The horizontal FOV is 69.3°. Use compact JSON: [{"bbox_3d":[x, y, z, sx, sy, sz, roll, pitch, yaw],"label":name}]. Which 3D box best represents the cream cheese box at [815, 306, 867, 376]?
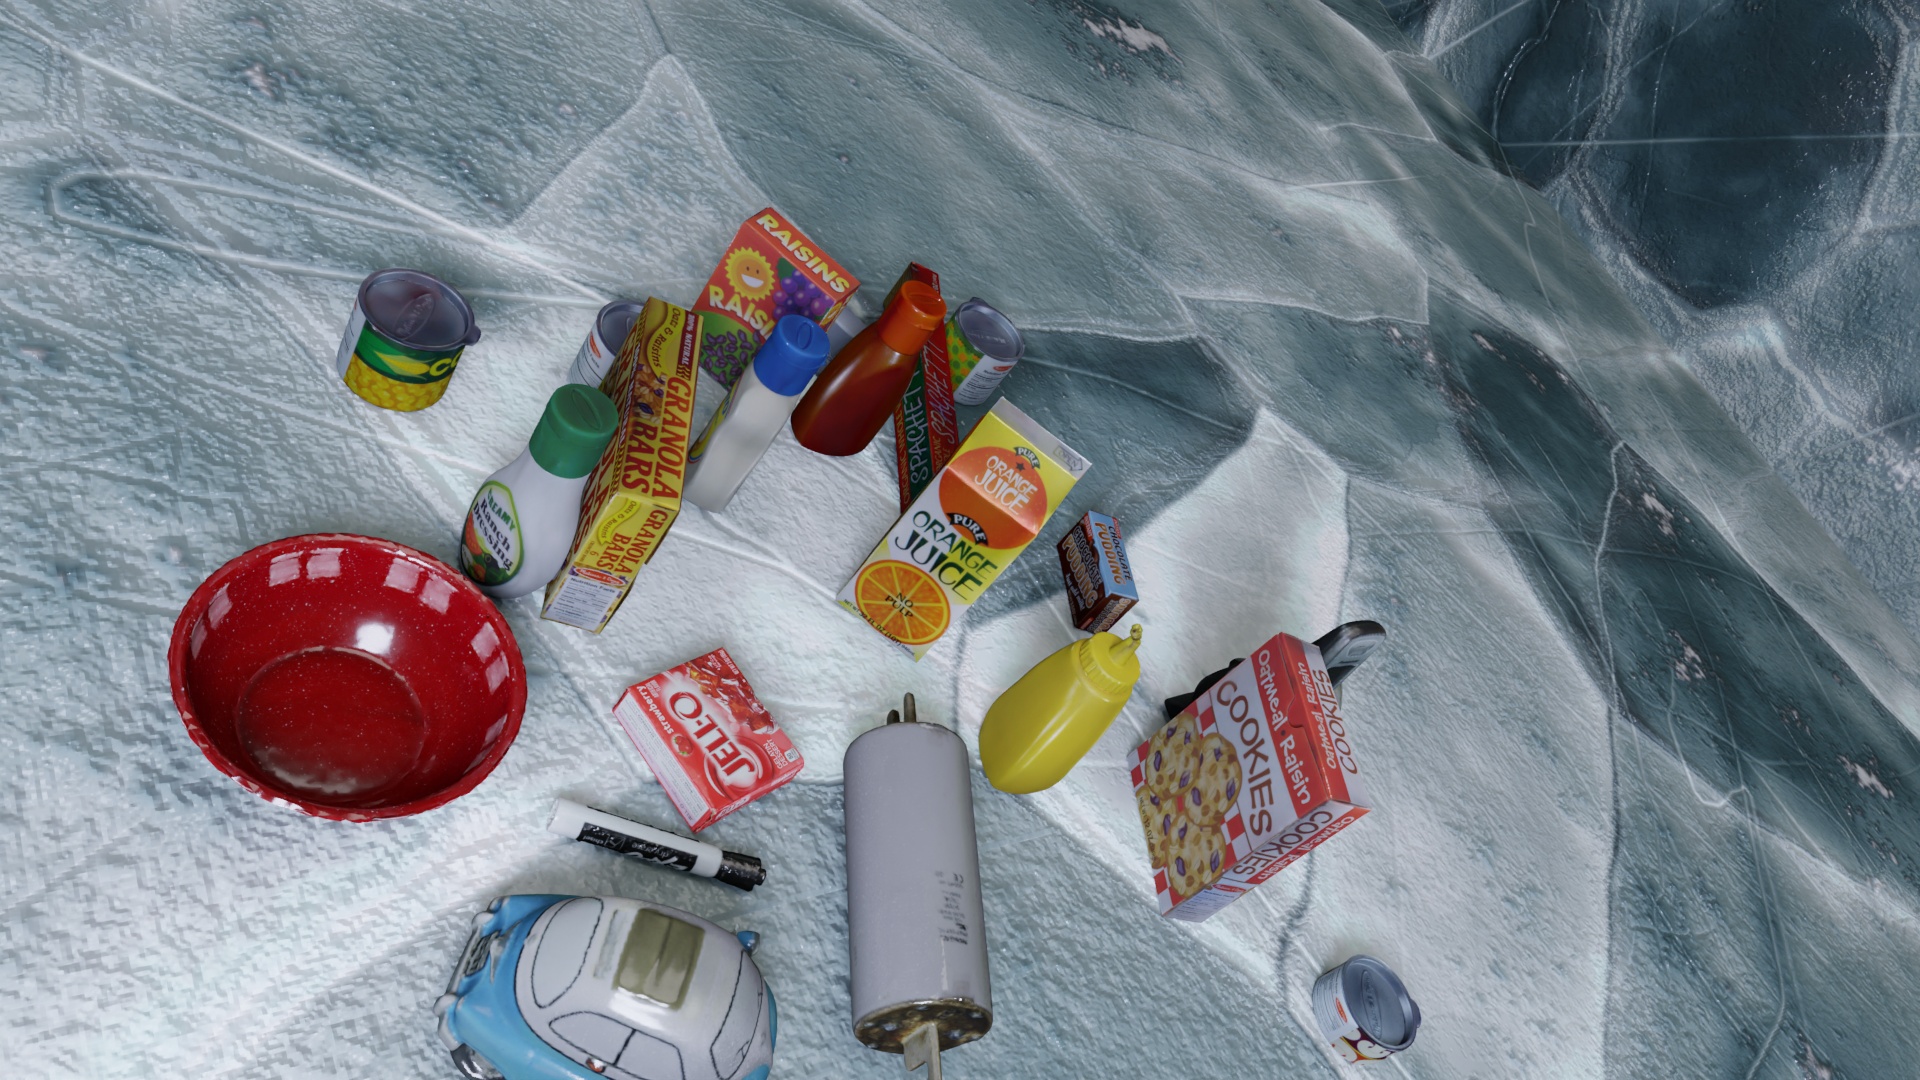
[{"bbox_3d":[-0.120,-0.175,1.067,0.104,0.053,0.024,46,39,6],"label":"cream cheese box"}]

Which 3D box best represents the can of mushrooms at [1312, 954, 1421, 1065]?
[{"bbox_3d":[0.276,0.320,0.945,0.071,0.033,0.071,23,42,-22],"label":"can of mushrooms"}]

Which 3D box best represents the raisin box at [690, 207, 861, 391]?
[{"bbox_3d":[-0.138,-0.161,0.983,0.086,0.122,0.040,41,38,0],"label":"raisin box"}]

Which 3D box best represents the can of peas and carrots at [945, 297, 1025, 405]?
[{"bbox_3d":[0.009,-0.157,1.153,0.071,0.058,0.071,23,42,-22],"label":"can of peas and carrots"}]

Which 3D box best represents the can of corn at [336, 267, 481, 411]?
[{"bbox_3d":[-0.332,-0.119,0.835,0.071,0.058,0.071,23,42,-22],"label":"can of corn"}]

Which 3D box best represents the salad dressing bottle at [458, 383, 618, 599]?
[{"bbox_3d":[-0.231,-0.026,0.760,0.044,0.147,0.064,-15,64,-47],"label":"salad dressing bottle"}]

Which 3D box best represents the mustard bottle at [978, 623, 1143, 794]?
[{"bbox_3d":[0.070,0.101,0.879,0.049,0.159,0.065,14,46,-30],"label":"mustard bottle"}]

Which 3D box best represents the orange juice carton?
[{"bbox_3d":[0.003,-0.011,0.904,0.072,0.191,0.073,38,39,-4],"label":"orange juice carton"}]

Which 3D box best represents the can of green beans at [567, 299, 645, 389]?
[{"bbox_3d":[-0.221,-0.116,0.925,0.071,0.057,0.071,23,42,-22],"label":"can of green beans"}]

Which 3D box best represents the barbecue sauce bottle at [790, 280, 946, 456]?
[{"bbox_3d":[-0.062,-0.121,0.989,0.065,0.147,0.044,2,53,-39],"label":"barbecue sauce bottle"}]

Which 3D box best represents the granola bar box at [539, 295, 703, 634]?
[{"bbox_3d":[-0.199,-0.046,0.824,0.039,0.123,0.166,20,43,-25],"label":"granola bar box"}]

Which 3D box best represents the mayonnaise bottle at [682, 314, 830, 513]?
[{"bbox_3d":[-0.133,-0.083,0.894,0.041,0.147,0.065,27,41,-18],"label":"mayonnaise bottle"}]

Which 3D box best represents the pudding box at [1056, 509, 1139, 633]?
[{"bbox_3d":[0.105,0.024,1.069,0.030,0.049,0.084,16,45,-28],"label":"pudding box"}]

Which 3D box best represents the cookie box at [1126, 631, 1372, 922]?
[{"bbox_3d":[0.183,0.158,0.914,0.040,0.166,0.123,17,45,-28],"label":"cookie box"}]

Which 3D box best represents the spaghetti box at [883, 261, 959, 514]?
[{"bbox_3d":[-0.031,-0.119,1.091,0.029,0.050,0.251,18,44,-27],"label":"spaghetti box"}]
